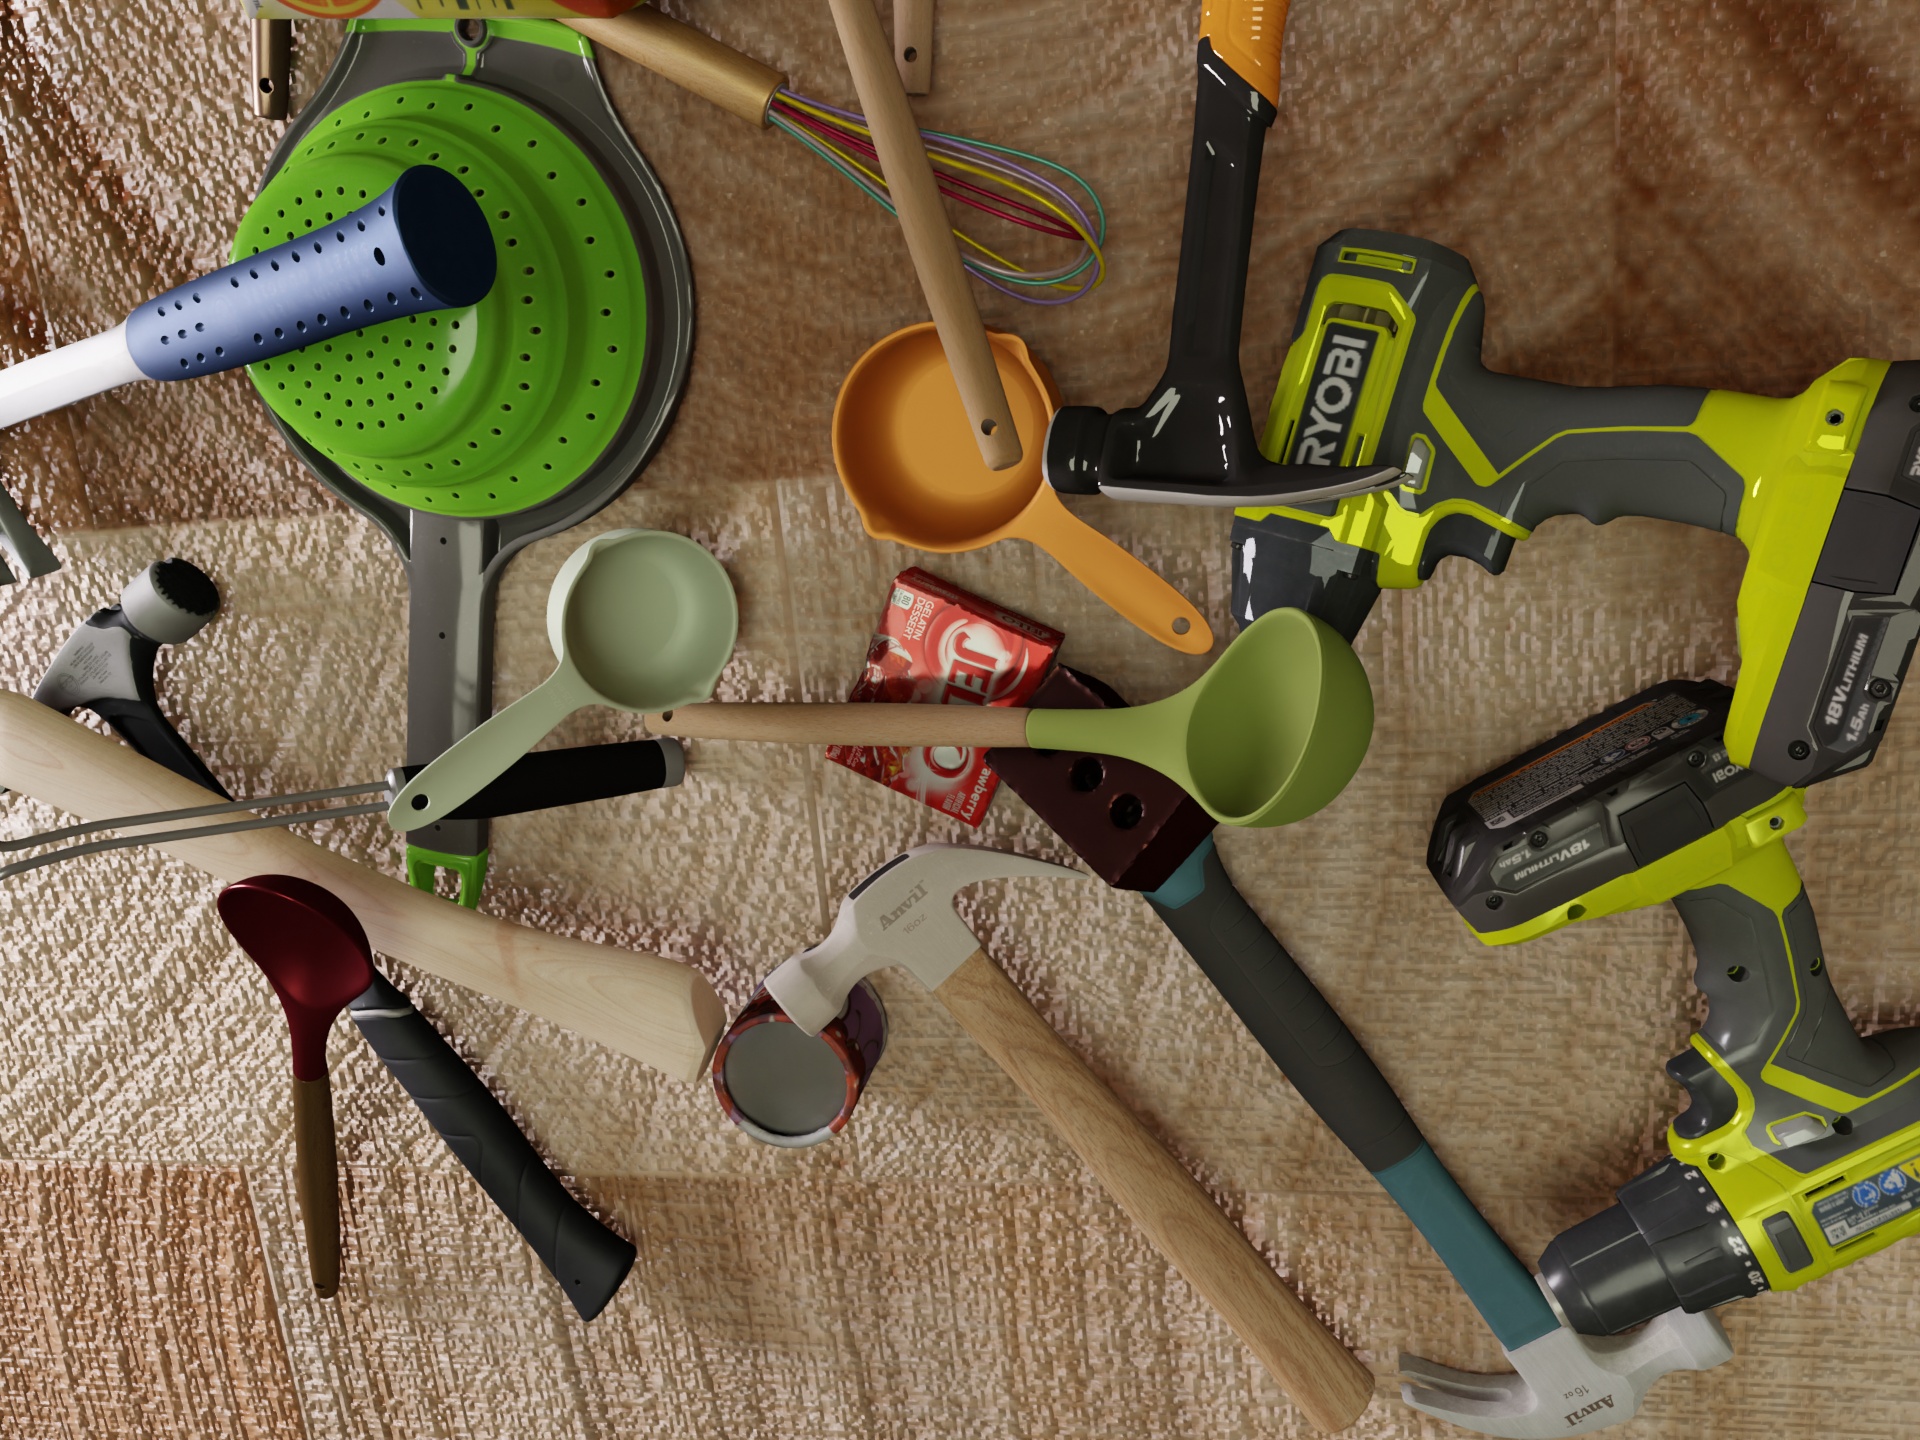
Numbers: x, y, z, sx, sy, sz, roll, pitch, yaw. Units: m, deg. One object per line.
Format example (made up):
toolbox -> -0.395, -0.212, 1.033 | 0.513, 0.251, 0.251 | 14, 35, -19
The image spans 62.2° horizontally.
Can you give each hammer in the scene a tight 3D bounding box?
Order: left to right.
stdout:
hammer -> -0.314, -0.136, 0.611 | 0.405, 0.035, 0.144 | -2, 109, 38
hammer -> -0.301, 0.075, 0.711 | 0.410, 0.038, 0.146 | 23, 112, 5
hammer -> -0.295, 0.126, 0.763 | 0.149, 0.036, 0.409 | -35, 97, 19
hammer -> 0.072, 0.186, 0.689 | 0.130, 0.031, 0.331 | -43, 101, -8
hammer -> 0.104, -0.241, 0.538 | 0.127, 0.034, 0.337 | 8, 95, 28
hammer -> 0.179, 0.173, 0.680 | 0.128, 0.033, 0.331 | -37, 95, 17

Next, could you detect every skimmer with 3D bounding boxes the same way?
skimmer -> -0.294, 0.017, 0.634 | 0.363, 0.090, 0.127 | -7, 134, -30

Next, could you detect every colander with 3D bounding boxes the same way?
colander -> -0.226, -0.087, 0.656 | 0.204, 0.094, 0.397 | 10, 107, 9

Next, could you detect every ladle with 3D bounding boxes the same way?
ladle -> -0.299, 0.179, 0.736 | 0.069, 0.031, 0.315 | 19, 128, 5
ladle -> -0.001, -0.002, 0.608 | 0.320, 0.062, 0.078 | 1, 70, 29

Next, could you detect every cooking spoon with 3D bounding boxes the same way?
cooking spoon -> -0.033, -0.241, 0.575 | 0.069, 0.017, 0.319 | -19, 85, 13

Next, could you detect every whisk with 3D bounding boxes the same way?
whisk -> -0.051, -0.229, 0.606 | 0.245, 0.047, 0.051 | 29, 104, 5

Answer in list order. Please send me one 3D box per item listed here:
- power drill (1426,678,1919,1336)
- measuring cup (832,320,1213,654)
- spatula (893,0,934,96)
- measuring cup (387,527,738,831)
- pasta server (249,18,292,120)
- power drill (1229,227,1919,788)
power drill -> 0.277, 0.119, 0.612 | 0.190, 0.080, 0.228 | -29, 98, 9
measuring cup -> 0.031, -0.087, 0.627 | 0.173, 0.052, 0.095 | 38, 109, -3
spatula -> -0.012, -0.391, 0.566 | 0.060, 0.018, 0.315 | 4, 106, 6
measuring cup -> -0.168, -0.015, 0.653 | 0.167, 0.038, 0.083 | -41, 119, -15
pasta server -> -0.260, -0.397, 0.610 | 0.060, 0.040, 0.316 | 9, 113, -4
power drill -> 0.206, -0.064, 0.545 | 0.223, 0.080, 0.171 | 20, 100, 29
